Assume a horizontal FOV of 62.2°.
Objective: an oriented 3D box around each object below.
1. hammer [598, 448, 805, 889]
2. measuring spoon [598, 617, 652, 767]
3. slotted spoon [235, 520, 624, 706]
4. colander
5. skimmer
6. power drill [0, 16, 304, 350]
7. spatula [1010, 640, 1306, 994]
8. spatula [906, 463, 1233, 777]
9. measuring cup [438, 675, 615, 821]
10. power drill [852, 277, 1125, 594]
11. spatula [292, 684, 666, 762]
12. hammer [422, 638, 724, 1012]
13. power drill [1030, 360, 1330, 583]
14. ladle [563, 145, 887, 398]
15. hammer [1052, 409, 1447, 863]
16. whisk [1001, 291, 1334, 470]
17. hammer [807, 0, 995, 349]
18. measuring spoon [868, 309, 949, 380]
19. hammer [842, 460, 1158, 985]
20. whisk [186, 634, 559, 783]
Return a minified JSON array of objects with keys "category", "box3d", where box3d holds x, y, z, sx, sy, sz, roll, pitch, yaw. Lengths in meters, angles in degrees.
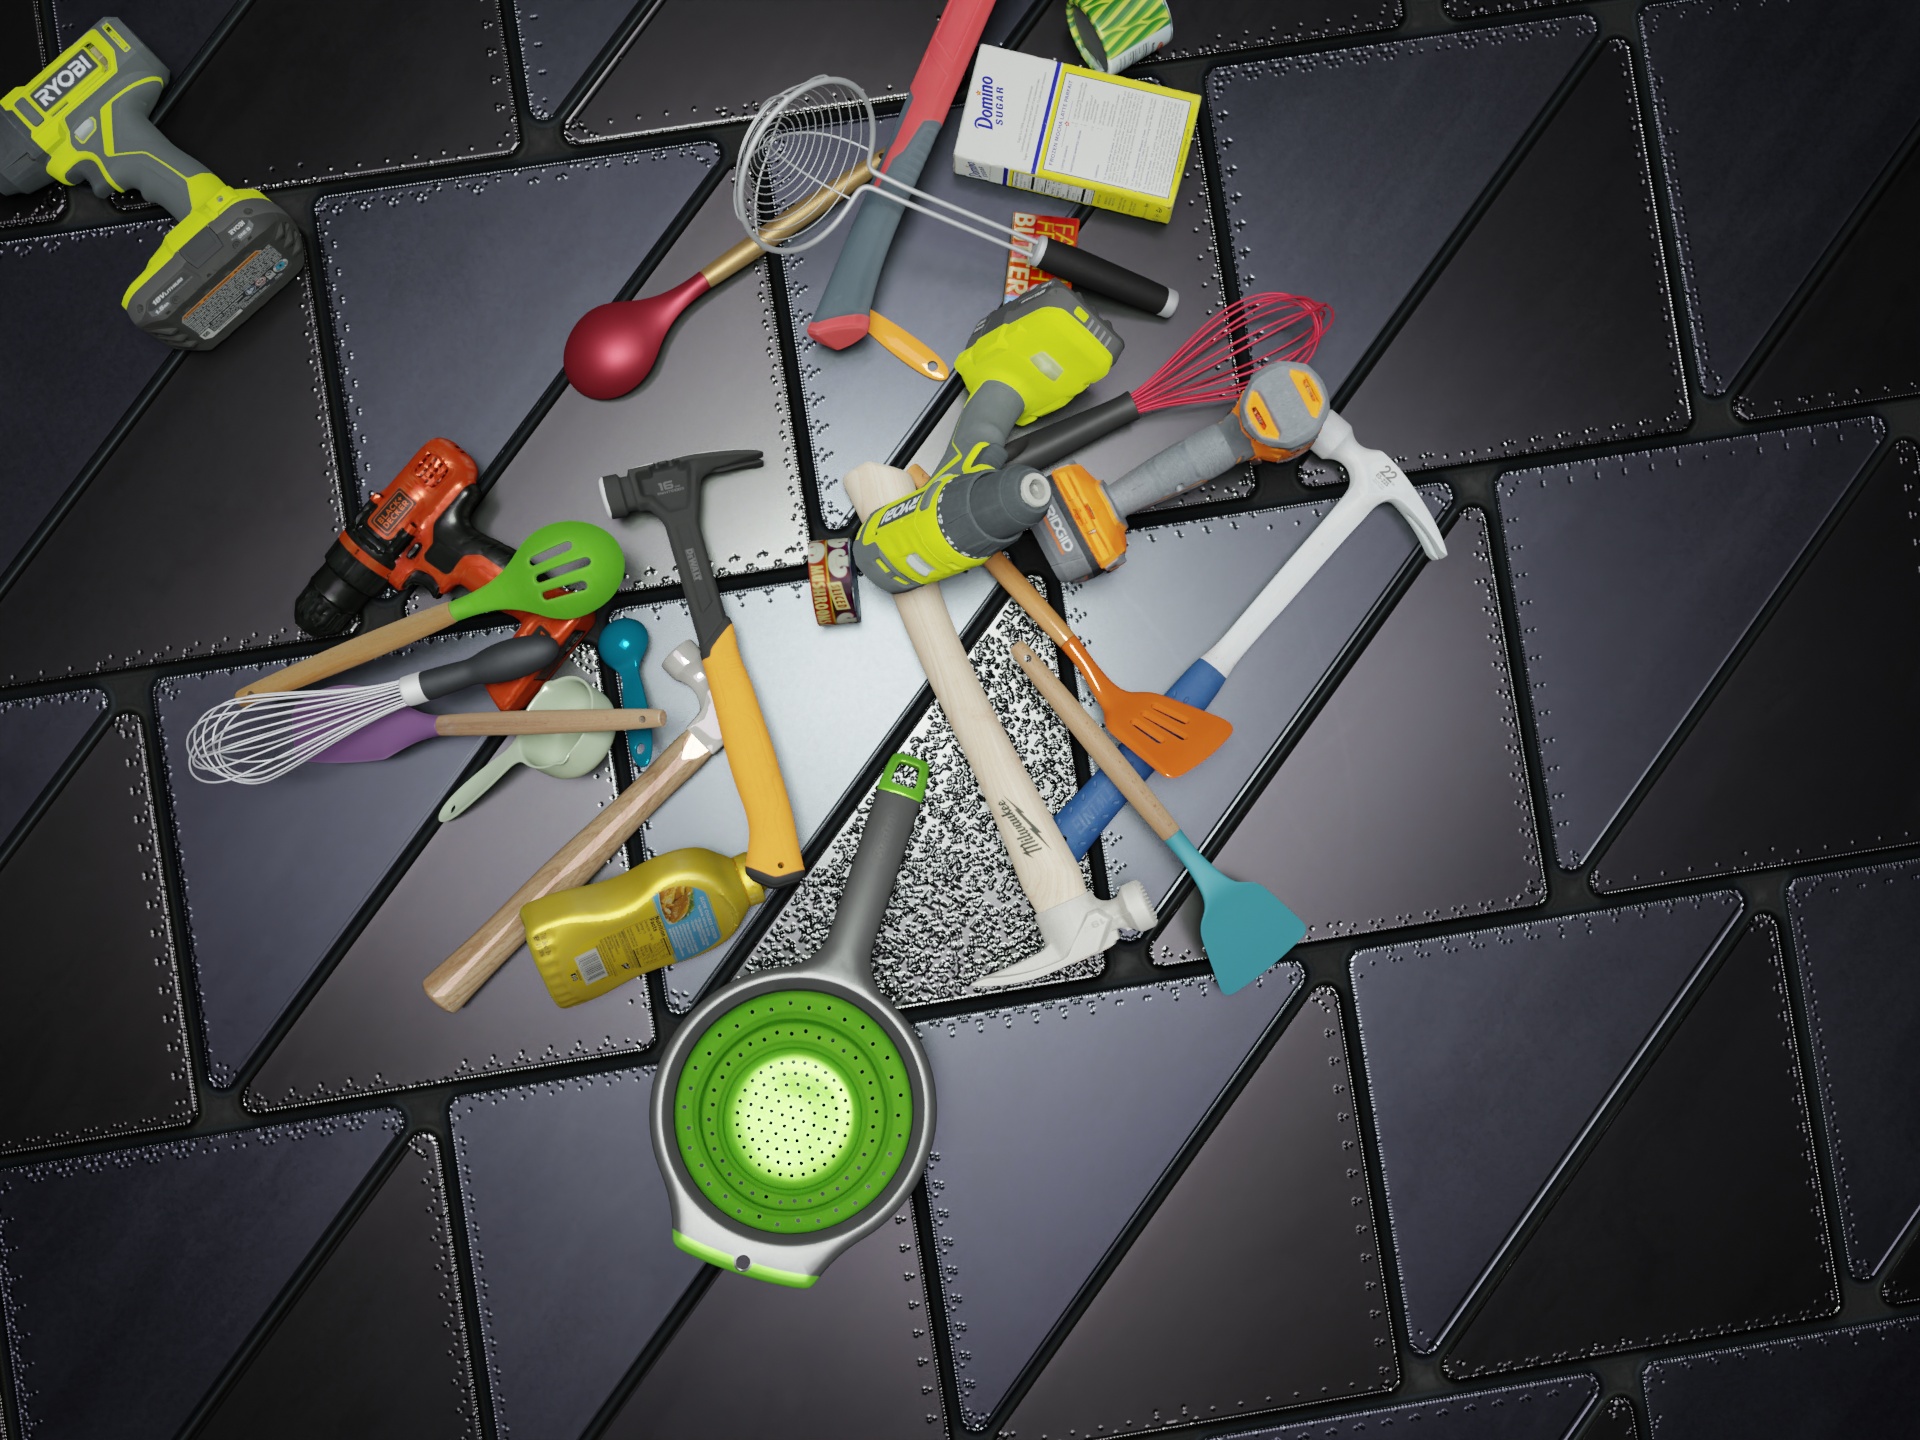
[{"category":"hammer","box3d":[-0.169,-0.040,1.195,0.127,0.034,0.337,-15,82,-10]},{"category":"measuring spoon","box3d":[-0.252,-0.024,1.199,0.042,0.021,0.129,-24,62,16]},{"category":"slotted spoon","box3d":[-0.394,-0.069,1.168,0.314,0.031,0.070,-20,96,8]},{"category":"colander","box3d":[-0.099,0.217,1.201,0.204,0.094,0.397,18,70,0]},{"category":"skimmer","box3d":[0.010,-0.353,1.154,0.363,0.090,0.127,15,118,-22]},{"category":"power drill","box3d":[-0.626,-0.396,1.202,0.171,0.080,0.223,-43,86,-3]},{"category":"spatula","box3d":[0.140,0.067,1.201,0.082,0.044,0.317,-39,91,-2]},{"category":"spatula","box3d":[0.069,-0.083,1.204,0.081,0.041,0.323,-34,77,-35]},{"category":"measuring cup","box3d":[-0.329,0.034,1.214,0.167,0.038,0.083,-37,50,16]},{"category":"power drill","box3d":[0.029,-0.201,1.136,0.080,0.190,0.229,38,63,-23]},{"category":"spatula","box3d":[-0.364,0.001,1.182,0.316,0.018,0.060,-1,93,16]},{"category":"hammer","box3d":[-0.279,0.098,1.218,0.331,0.031,0.130,-45,90,-2]},{"category":"power drill","box3d":[0.164,-0.186,1.188,0.226,0.164,0.084,-28,90,10]},{"category":"ladle","box3d":[-0.176,-0.356,1.237,0.315,0.031,0.069,-36,89,-4]},{"category":"hammer","box3d":[0.207,-0.044,1.233,0.144,0.035,0.405,41,88,0]},{"category":"whisk","box3d":[0.151,-0.252,1.227,0.296,0.073,0.073,-25,89,3]},{"category":"hammer","box3d":[-0.039,-0.471,1.212,0.143,0.038,0.386,25,92,23]},{"category":"measuring spoon","box3d":[-0.057,-0.304,1.244,0.117,0.011,0.021,37,88,0]},{"category":"hammer","box3d":[-0.002,-0.004,1.207,0.146,0.038,0.411,-25,83,8]},{"category":"whisk","box3d":[-0.430,-0.014,1.164,0.284,0.070,0.070,-17,89,1]}]
